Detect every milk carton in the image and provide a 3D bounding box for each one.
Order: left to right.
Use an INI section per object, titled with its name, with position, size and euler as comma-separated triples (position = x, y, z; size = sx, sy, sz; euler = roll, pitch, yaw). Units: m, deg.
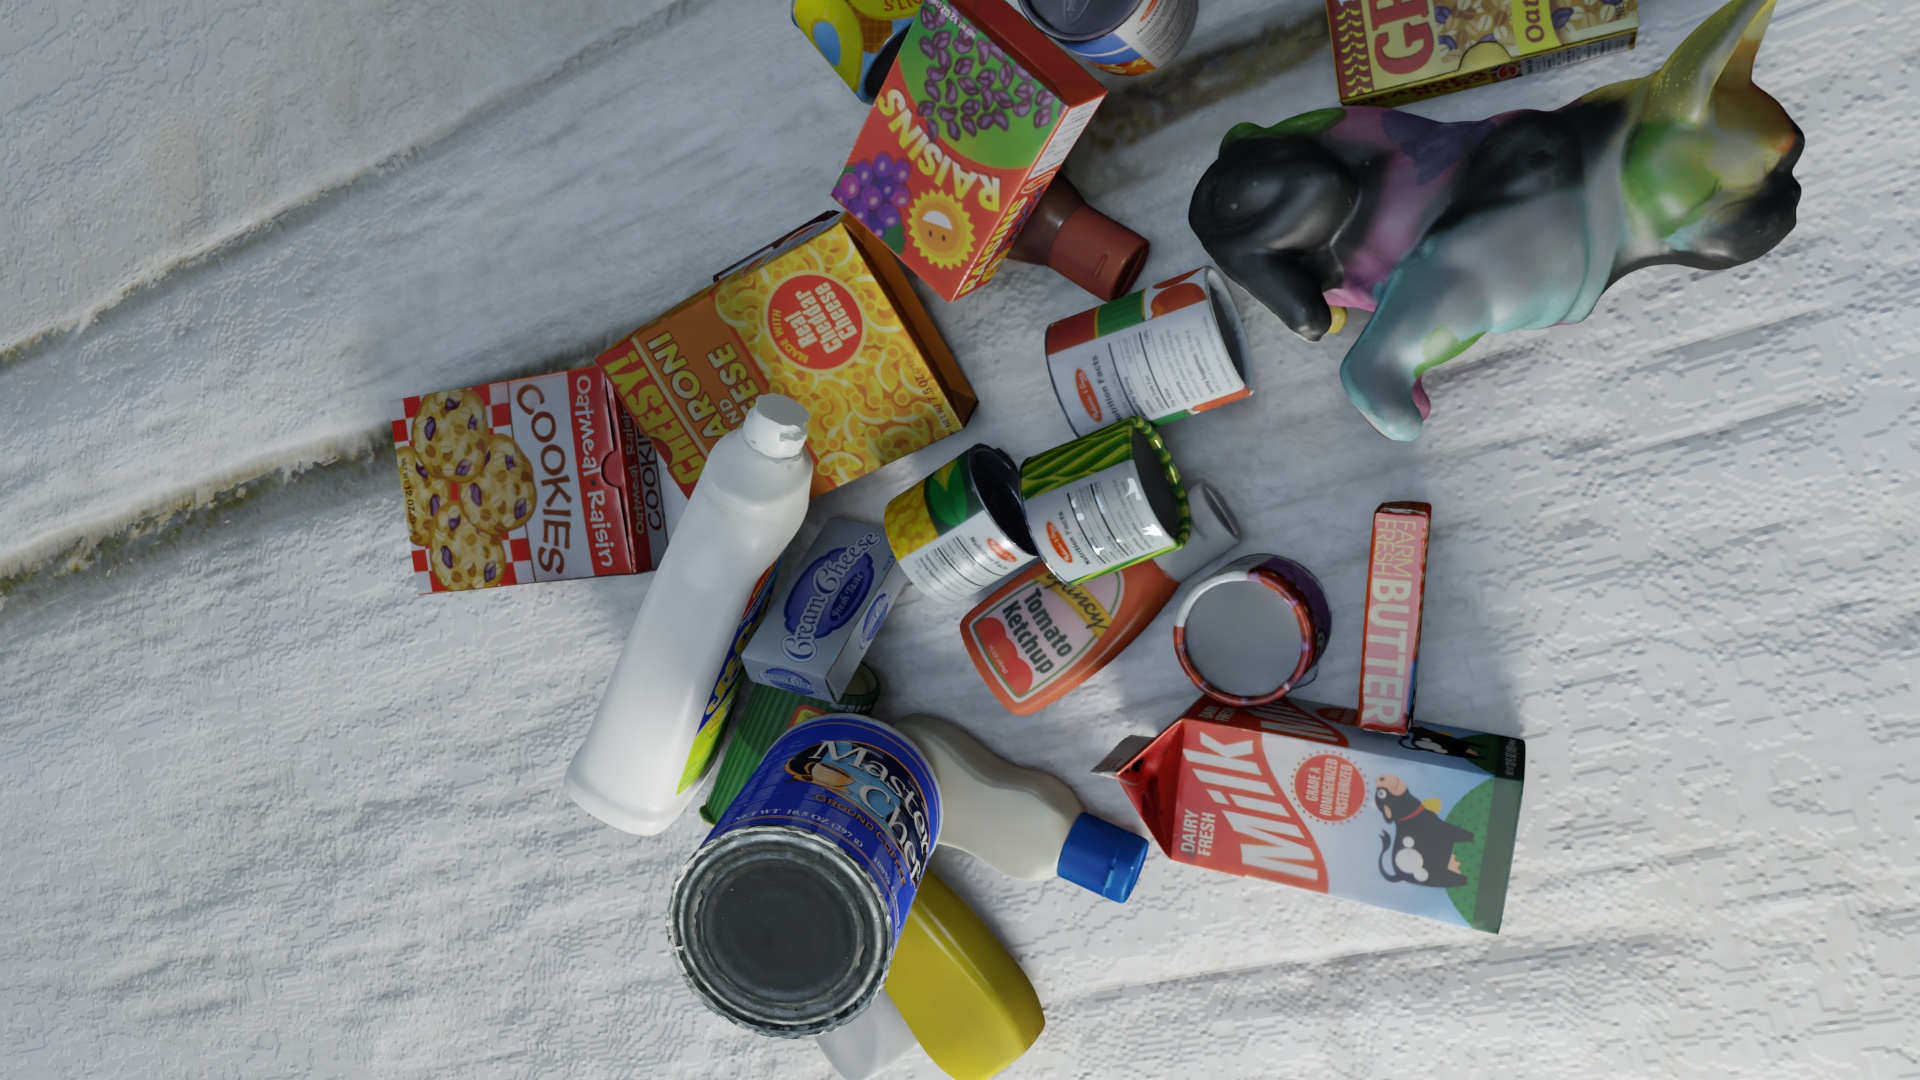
[milk carton]
position = 0.163, 0.119, 0.661
size = 0.190, 0.072, 0.073
euler = 9, 100, 22

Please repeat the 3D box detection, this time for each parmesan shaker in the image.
[parmesan shaker]
position = -0.095, 0.113, 0.769
size = 0.071, 0.071, 0.102
euler = 29, 107, 17

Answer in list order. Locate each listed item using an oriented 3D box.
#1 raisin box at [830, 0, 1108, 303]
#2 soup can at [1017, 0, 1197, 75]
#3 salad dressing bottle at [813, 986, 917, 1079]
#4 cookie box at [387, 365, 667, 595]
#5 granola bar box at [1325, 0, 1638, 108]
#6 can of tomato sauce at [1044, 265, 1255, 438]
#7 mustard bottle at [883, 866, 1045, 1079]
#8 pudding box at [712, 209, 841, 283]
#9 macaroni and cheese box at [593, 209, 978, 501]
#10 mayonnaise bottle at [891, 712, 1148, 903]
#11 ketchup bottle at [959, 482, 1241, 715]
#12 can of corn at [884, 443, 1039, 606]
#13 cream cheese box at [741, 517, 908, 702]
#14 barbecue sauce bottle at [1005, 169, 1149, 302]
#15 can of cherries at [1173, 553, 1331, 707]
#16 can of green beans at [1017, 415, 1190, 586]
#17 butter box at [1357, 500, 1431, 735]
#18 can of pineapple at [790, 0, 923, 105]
[raisin box]
position = 0.000, -0.185, 0.650
size = 0.086, 0.040, 0.122
euler = 43, 134, 7
[soup can]
position = 0.068, -0.260, 0.651
size = 0.071, 0.084, 0.071
euler = 3, 97, 23
[salad dressing bottle]
position = -0.080, 0.232, 0.793
size = 0.064, 0.044, 0.148
euler = -37, 80, 35
[cookie box]
position = -0.262, -0.035, 0.840
size = 0.167, 0.040, 0.123
euler = -5, 94, 23
[granola bar box]
position = 0.219, -0.286, 0.609
size = 0.124, 0.039, 0.165
euler = -8, 93, 24
[can of tomato sauce]
position = 0.092, -0.089, 0.672
size = 0.083, 0.071, 0.071
euler = -18, 89, 23
[mustard bottle]
position = -0.021, 0.217, 0.763
size = 0.065, 0.049, 0.160
euler = -41, 79, 23
[pudding box]
position = -0.089, -0.139, 0.761
size = 0.083, 0.030, 0.049
euler = -24, 86, 23
[macaroni and cheese box]
position = -0.094, -0.085, 0.741
size = 0.166, 0.040, 0.123
euler = -23, 110, 23
[mayonnaise bottle]
position = 0.025, 0.147, 0.740
size = 0.148, 0.041, 0.064
euler = 21, 106, 18
[ketchup bottle]
position = 0.072, 0.026, 0.705
size = 0.148, 0.043, 0.065
euler = -37, 75, 22
[can of corn]
position = 0.003, -0.009, 0.720
size = 0.058, 0.071, 0.071
euler = -32, 84, 24
[cream cheese box]
position = -0.068, 0.035, 0.740
size = 0.053, 0.104, 0.024
euler = 11, 141, 23
[barbecue sauce bottle]
position = 0.025, -0.172, 0.702
size = 0.149, 0.044, 0.064
euler = 35, 117, 15
[can of cherries]
position = 0.143, 0.044, 0.669
size = 0.071, 0.058, 0.071
euler = 3, 97, 23
[can of green beans]
position = 0.068, -0.019, 0.652
size = 0.057, 0.071, 0.071
euler = -21, 88, 26
[butter box]
position = 0.202, 0.034, 0.645
size = 0.024, 0.053, 0.103
euler = 5, 98, 20
[can of pineapple]
position = -0.043, -0.266, 0.706
size = 0.071, 0.071, 0.058
euler = -43, 80, 21
